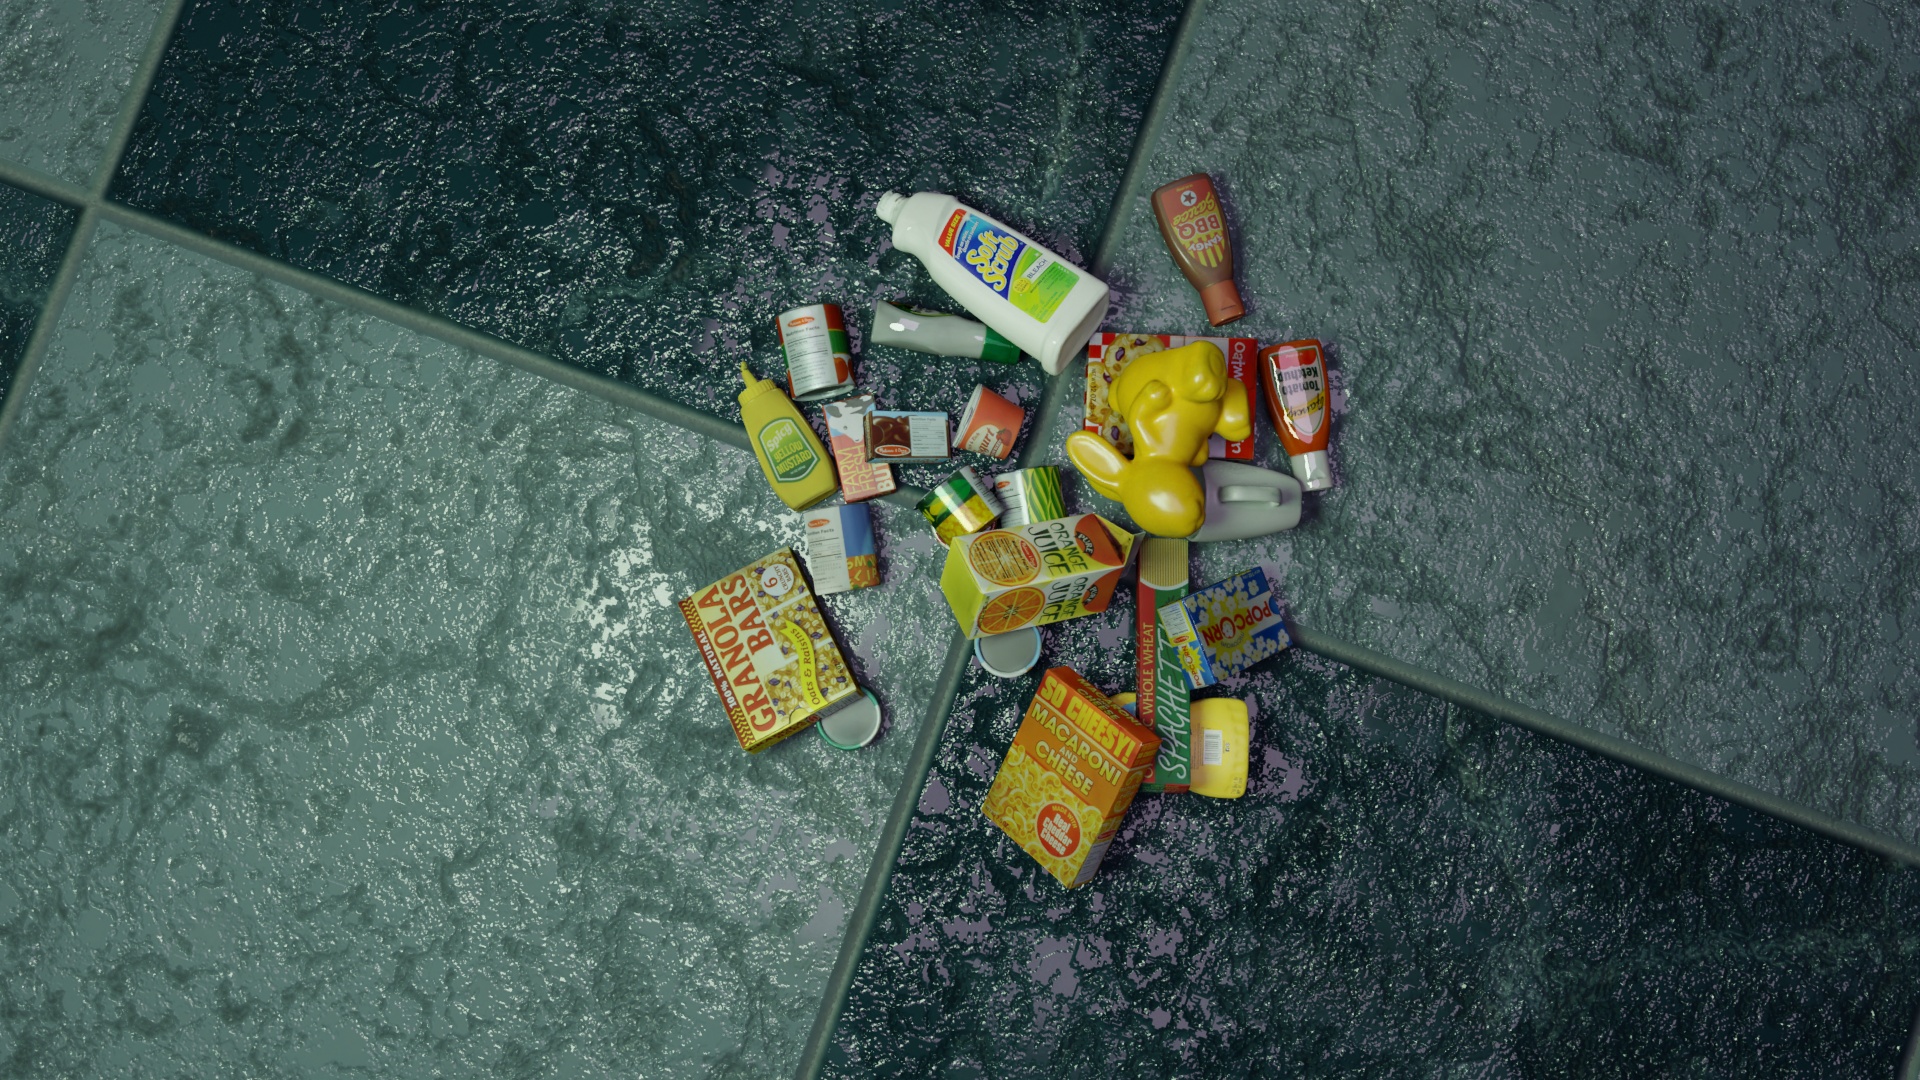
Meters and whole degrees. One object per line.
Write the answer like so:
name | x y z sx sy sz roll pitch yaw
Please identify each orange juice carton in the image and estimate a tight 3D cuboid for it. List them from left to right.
orange juice carton | 0.086 0.029 1.327 0.193 0.071 0.073 -10 52 -23

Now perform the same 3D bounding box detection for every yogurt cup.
yogurt cup | 0.029 -0.114 1.373 0.054 0.072 0.072 22 87 -6

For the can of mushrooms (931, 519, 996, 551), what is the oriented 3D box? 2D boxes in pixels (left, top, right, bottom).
can of mushrooms | 0.005 -0.017 1.381 0.071 0.033 0.071 0 85 1

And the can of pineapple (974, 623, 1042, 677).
can of pineapple | 0.047 0.099 1.360 0.071 0.058 0.071 0 86 1

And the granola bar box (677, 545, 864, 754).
granola bar box | -0.186 0.105 1.354 0.124 0.039 0.166 -28 72 -1

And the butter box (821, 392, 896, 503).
butter box | -0.101 -0.092 1.392 0.053 0.024 0.103 -14 86 -1

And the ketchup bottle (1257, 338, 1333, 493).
ketchup bottle | 0.338 -0.122 1.378 0.065 0.043 0.149 -10 87 0

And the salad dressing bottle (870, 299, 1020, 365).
salad dressing bottle | -0.013 -0.205 1.384 0.148 0.064 0.044 10 99 -7

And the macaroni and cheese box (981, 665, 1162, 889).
macaroni and cheese box | 0.102 0.220 1.304 0.124 0.040 0.165 37 113 33

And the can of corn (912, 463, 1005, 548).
can of corn | -0.001 -0.030 1.332 0.071 0.071 0.058 -39 86 -1

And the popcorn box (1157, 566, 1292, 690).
popcorn box | 0.254 0.083 1.333 0.127 0.038 0.085 -18 84 -40

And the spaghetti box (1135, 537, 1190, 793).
spaghetti box | 0.194 0.117 1.334 0.050 0.028 0.251 2 68 2

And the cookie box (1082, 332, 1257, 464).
cookie box | 0.208 -0.141 1.383 0.167 0.040 0.123 3 86 1

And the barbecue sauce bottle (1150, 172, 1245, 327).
barbecue sauce bottle | 0.243 -0.289 1.391 0.065 0.043 0.148 -19 86 -1

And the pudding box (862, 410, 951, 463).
pudding box | -0.053 -0.102 1.374 0.084 0.030 0.049 -1 83 -22

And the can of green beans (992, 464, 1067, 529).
can of green beans | 0.069 -0.040 1.365 0.071 0.071 0.058 -10 87 0

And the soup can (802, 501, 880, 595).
soup can | -0.115 0.008 1.366 0.071 0.071 0.083 -9 88 0

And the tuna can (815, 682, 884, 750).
tuna can | -0.112 0.172 1.370 0.071 0.033 0.071 0 86 1

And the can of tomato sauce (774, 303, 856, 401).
can of tomato sauce | -0.143 -0.186 1.381 0.071 0.071 0.083 -12 87 0

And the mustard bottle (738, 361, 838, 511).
mustard bottle | -0.182 -0.109 1.383 0.065 0.049 0.160 -30 86 -2
